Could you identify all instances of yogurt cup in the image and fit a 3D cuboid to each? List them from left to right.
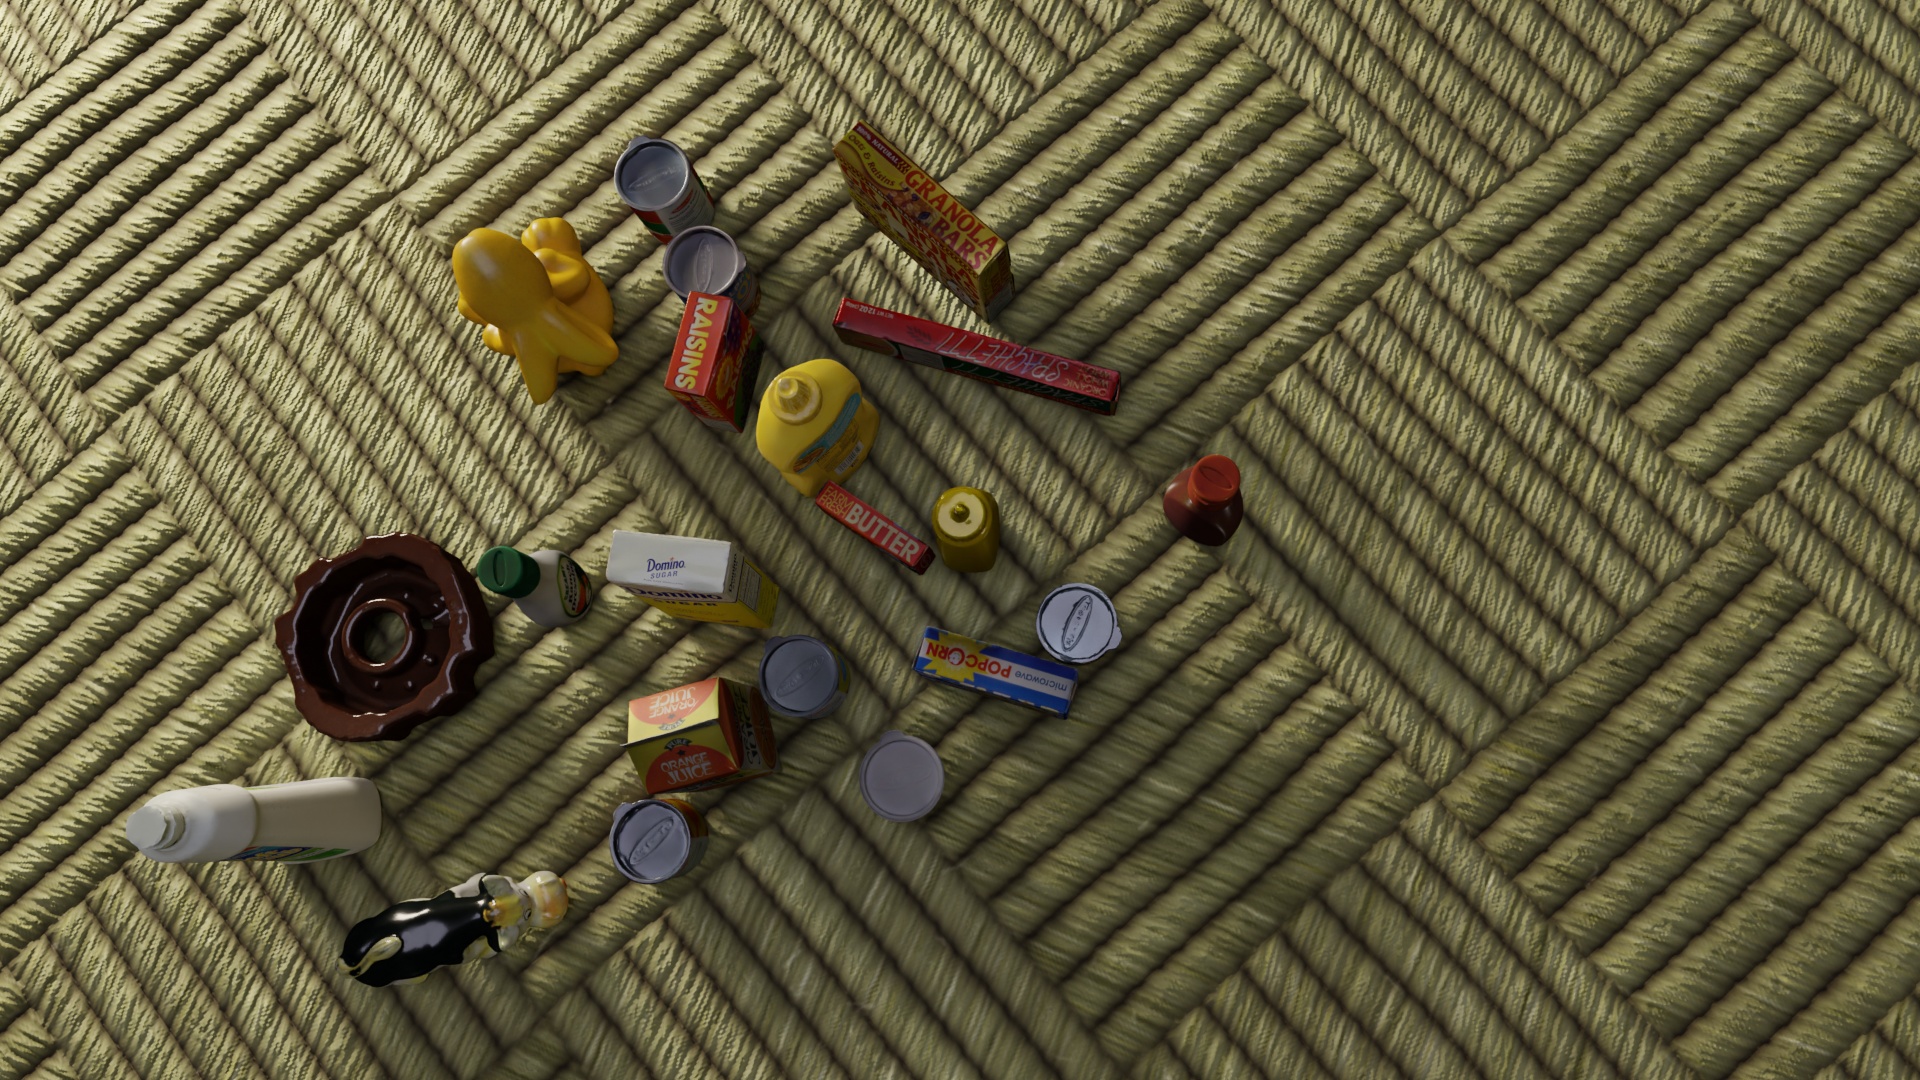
[{"bbox_3d":[-0.044,0.192,1.120,0.072,0.054,0.072,-1,80,5],"label":"yogurt cup"}]

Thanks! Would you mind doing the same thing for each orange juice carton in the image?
[{"bbox_3d":[-0.199,0.151,1.070,0.072,0.192,0.073,-15,79,2],"label":"orange juice carton"}]

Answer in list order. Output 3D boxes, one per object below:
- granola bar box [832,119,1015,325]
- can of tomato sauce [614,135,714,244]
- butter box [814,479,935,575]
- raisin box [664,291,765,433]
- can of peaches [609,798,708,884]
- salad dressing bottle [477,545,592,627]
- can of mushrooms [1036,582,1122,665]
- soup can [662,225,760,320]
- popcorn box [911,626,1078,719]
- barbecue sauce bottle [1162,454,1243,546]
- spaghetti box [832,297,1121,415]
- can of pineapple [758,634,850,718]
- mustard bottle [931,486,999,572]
[{"bbox_3d":[-0.027,-0.266,1.167,0.166,0.124,0.039,43,86,11],"label":"granola bar box"},{"bbox_3d":[-0.258,-0.304,1.215,0.071,0.083,0.071,-1,80,5],"label":"can of tomato sauce"},{"bbox_3d":[-0.071,-0.010,1.160,0.103,0.053,0.024,33,85,10],"label":"butter box"},{"bbox_3d":[-0.203,-0.146,1.161,0.040,0.123,0.086,13,81,7],"label":"raisin box"},{"bbox_3d":[-0.245,0.241,1.126,0.071,0.058,0.071,-1,80,5],"label":"can of peaches"},{"bbox_3d":[-0.344,0.035,1.127,0.044,0.147,0.064,-8,80,4],"label":"salad dressing bottle"},{"bbox_3d":[0.098,0.071,1.141,0.071,0.033,0.071,-1,80,5],"label":"can of mushrooms"},{"bbox_3d":[-0.210,-0.224,1.196,0.071,0.083,0.071,-1,80,5],"label":"soup can"},{"bbox_3d":[0.031,0.107,1.114,0.127,0.085,0.038,16,82,8],"label":"popcorn box"},{"bbox_3d":[0.194,-0.033,1.093,0.065,0.148,0.044,35,85,10],"label":"barbecue sauce bottle"},{"bbox_3d":[0.016,-0.155,1.181,0.250,0.050,0.029,16,82,8],"label":"spaghetti box"},{"bbox_3d":[-0.128,0.111,1.140,0.071,0.058,0.071,-1,80,5],"label":"can of pineapple"},{"bbox_3d":[0.004,-0.014,1.100,0.049,0.160,0.065,3,80,6],"label":"mustard bottle"}]
